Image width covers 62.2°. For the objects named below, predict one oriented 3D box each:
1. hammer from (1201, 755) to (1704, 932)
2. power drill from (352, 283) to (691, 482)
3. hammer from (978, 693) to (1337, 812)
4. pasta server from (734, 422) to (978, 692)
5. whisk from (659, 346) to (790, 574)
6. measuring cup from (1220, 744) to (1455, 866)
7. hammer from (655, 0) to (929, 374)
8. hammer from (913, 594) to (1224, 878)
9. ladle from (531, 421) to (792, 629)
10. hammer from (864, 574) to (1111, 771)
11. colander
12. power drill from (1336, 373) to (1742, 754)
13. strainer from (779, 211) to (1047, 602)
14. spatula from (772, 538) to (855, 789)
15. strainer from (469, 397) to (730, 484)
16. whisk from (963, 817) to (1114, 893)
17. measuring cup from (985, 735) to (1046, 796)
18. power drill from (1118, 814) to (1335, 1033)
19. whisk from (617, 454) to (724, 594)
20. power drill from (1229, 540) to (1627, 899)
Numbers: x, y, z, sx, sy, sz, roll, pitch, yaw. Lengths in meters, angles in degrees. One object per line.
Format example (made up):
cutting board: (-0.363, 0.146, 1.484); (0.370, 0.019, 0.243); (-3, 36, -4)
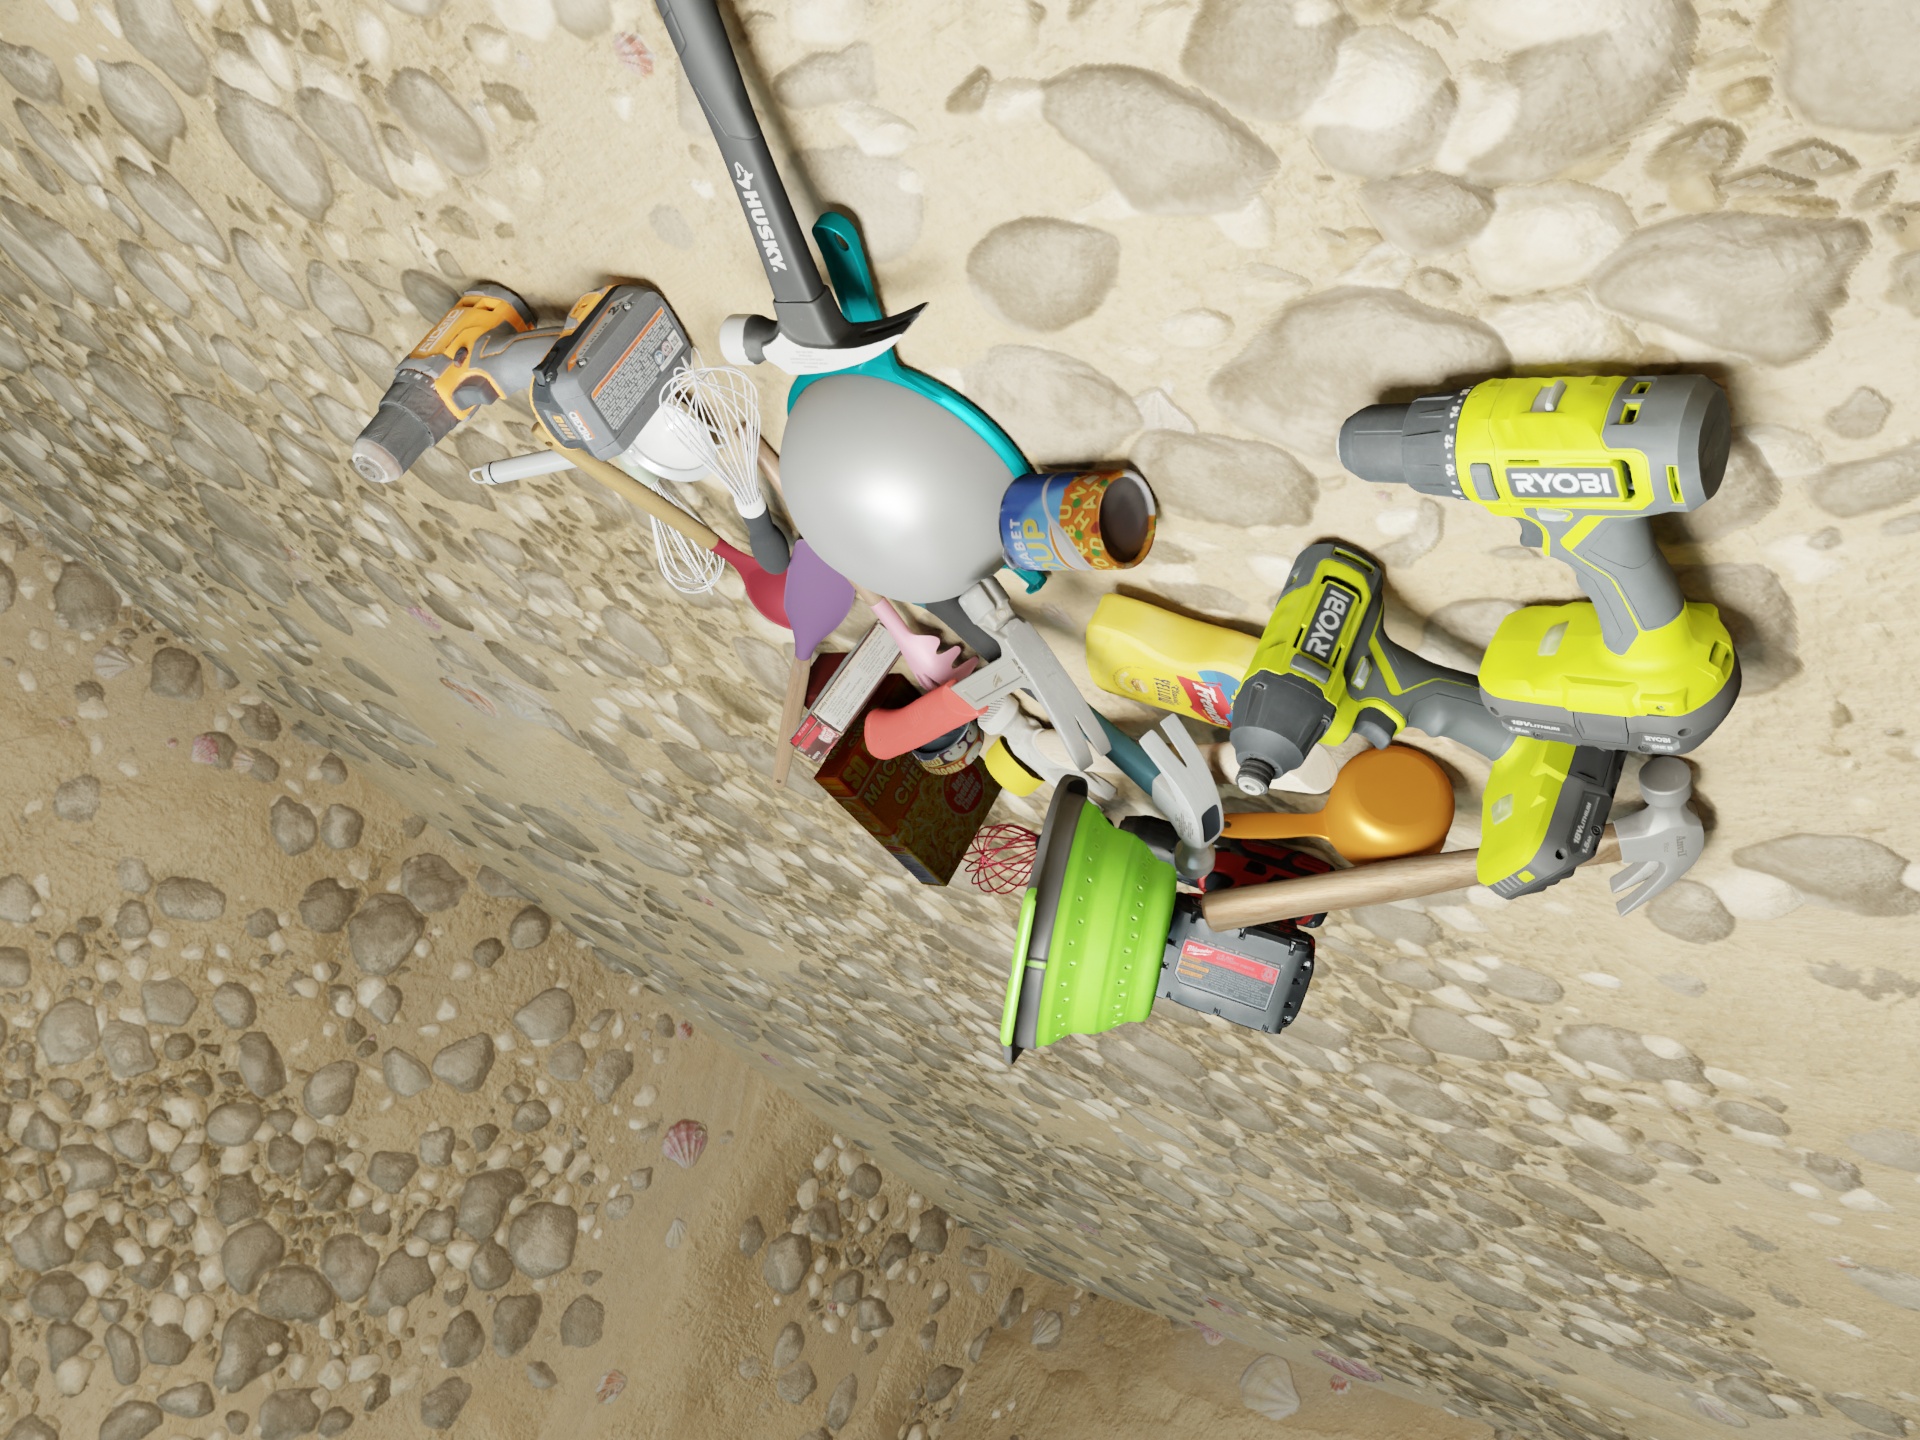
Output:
hammer: (0.330, 0.105, 1.090); (0.331, 0.031, 0.129); (-13, 136, 20)
power drill: (-0.332, -0.244, 1.171); (0.226, 0.185, 0.084); (10, 147, 33)
hammer: (0.156, 0.035, 1.225); (0.146, 0.038, 0.411); (39, 166, -20)
pasta server: (-0.080, -0.123, 1.302); (0.060, 0.040, 0.316); (0, 137, 48)
whisk: (-0.166, -0.182, 1.203); (0.070, 0.070, 0.284); (24, 161, 15)
measuring cup: (0.265, 0.062, 1.132); (0.173, 0.095, 0.052); (-2, 148, 0)
hammer: (-0.125, -0.339, 0.879); (0.146, 0.035, 0.334); (9, 139, 31)
hammer: (0.068, -0.020, 1.183); (0.331, 0.033, 0.128); (41, 157, 29)
ladle: (-0.223, -0.158, 1.307); (0.069, 0.031, 0.315); (-24, 141, 32)
hammer: (-0.002, -0.004, 1.255); (0.149, 0.037, 0.359); (56, 158, -2)
colander: (0.111, 0.130, 1.179); (0.094, 0.204, 0.397); (11, -167, 8)
power drill: (0.317, -0.089, 0.857); (0.191, 0.080, 0.228); (8, 144, 40)
strainer: (-0.064, -0.184, 1.081); (0.211, 0.095, 0.340); (20, 155, 23)
spatula: (-0.142, -0.041, 1.424); (0.059, 0.018, 0.315); (15, 136, -3)
strainer: (-0.289, -0.218, 1.269); (0.258, 0.050, 0.086); (-7, 137, 23)
whisk: (0.073, 0.121, 1.512); (0.073, 0.073, 0.296); (36, 158, -11)
measuring cup: (0.080, 0.068, 1.448); (0.156, 0.029, 0.062); (38, -164, -31)
power drill: (0.203, 0.146, 1.276); (0.188, 0.227, 0.080); (18, 111, 9)
whisk: (-0.261, -0.197, 1.342); (0.059, 0.058, 0.246); (50, 169, 44)
power drill: (0.280, 0.010, 0.974); (0.223, 0.171, 0.080); (27, 155, 0)
